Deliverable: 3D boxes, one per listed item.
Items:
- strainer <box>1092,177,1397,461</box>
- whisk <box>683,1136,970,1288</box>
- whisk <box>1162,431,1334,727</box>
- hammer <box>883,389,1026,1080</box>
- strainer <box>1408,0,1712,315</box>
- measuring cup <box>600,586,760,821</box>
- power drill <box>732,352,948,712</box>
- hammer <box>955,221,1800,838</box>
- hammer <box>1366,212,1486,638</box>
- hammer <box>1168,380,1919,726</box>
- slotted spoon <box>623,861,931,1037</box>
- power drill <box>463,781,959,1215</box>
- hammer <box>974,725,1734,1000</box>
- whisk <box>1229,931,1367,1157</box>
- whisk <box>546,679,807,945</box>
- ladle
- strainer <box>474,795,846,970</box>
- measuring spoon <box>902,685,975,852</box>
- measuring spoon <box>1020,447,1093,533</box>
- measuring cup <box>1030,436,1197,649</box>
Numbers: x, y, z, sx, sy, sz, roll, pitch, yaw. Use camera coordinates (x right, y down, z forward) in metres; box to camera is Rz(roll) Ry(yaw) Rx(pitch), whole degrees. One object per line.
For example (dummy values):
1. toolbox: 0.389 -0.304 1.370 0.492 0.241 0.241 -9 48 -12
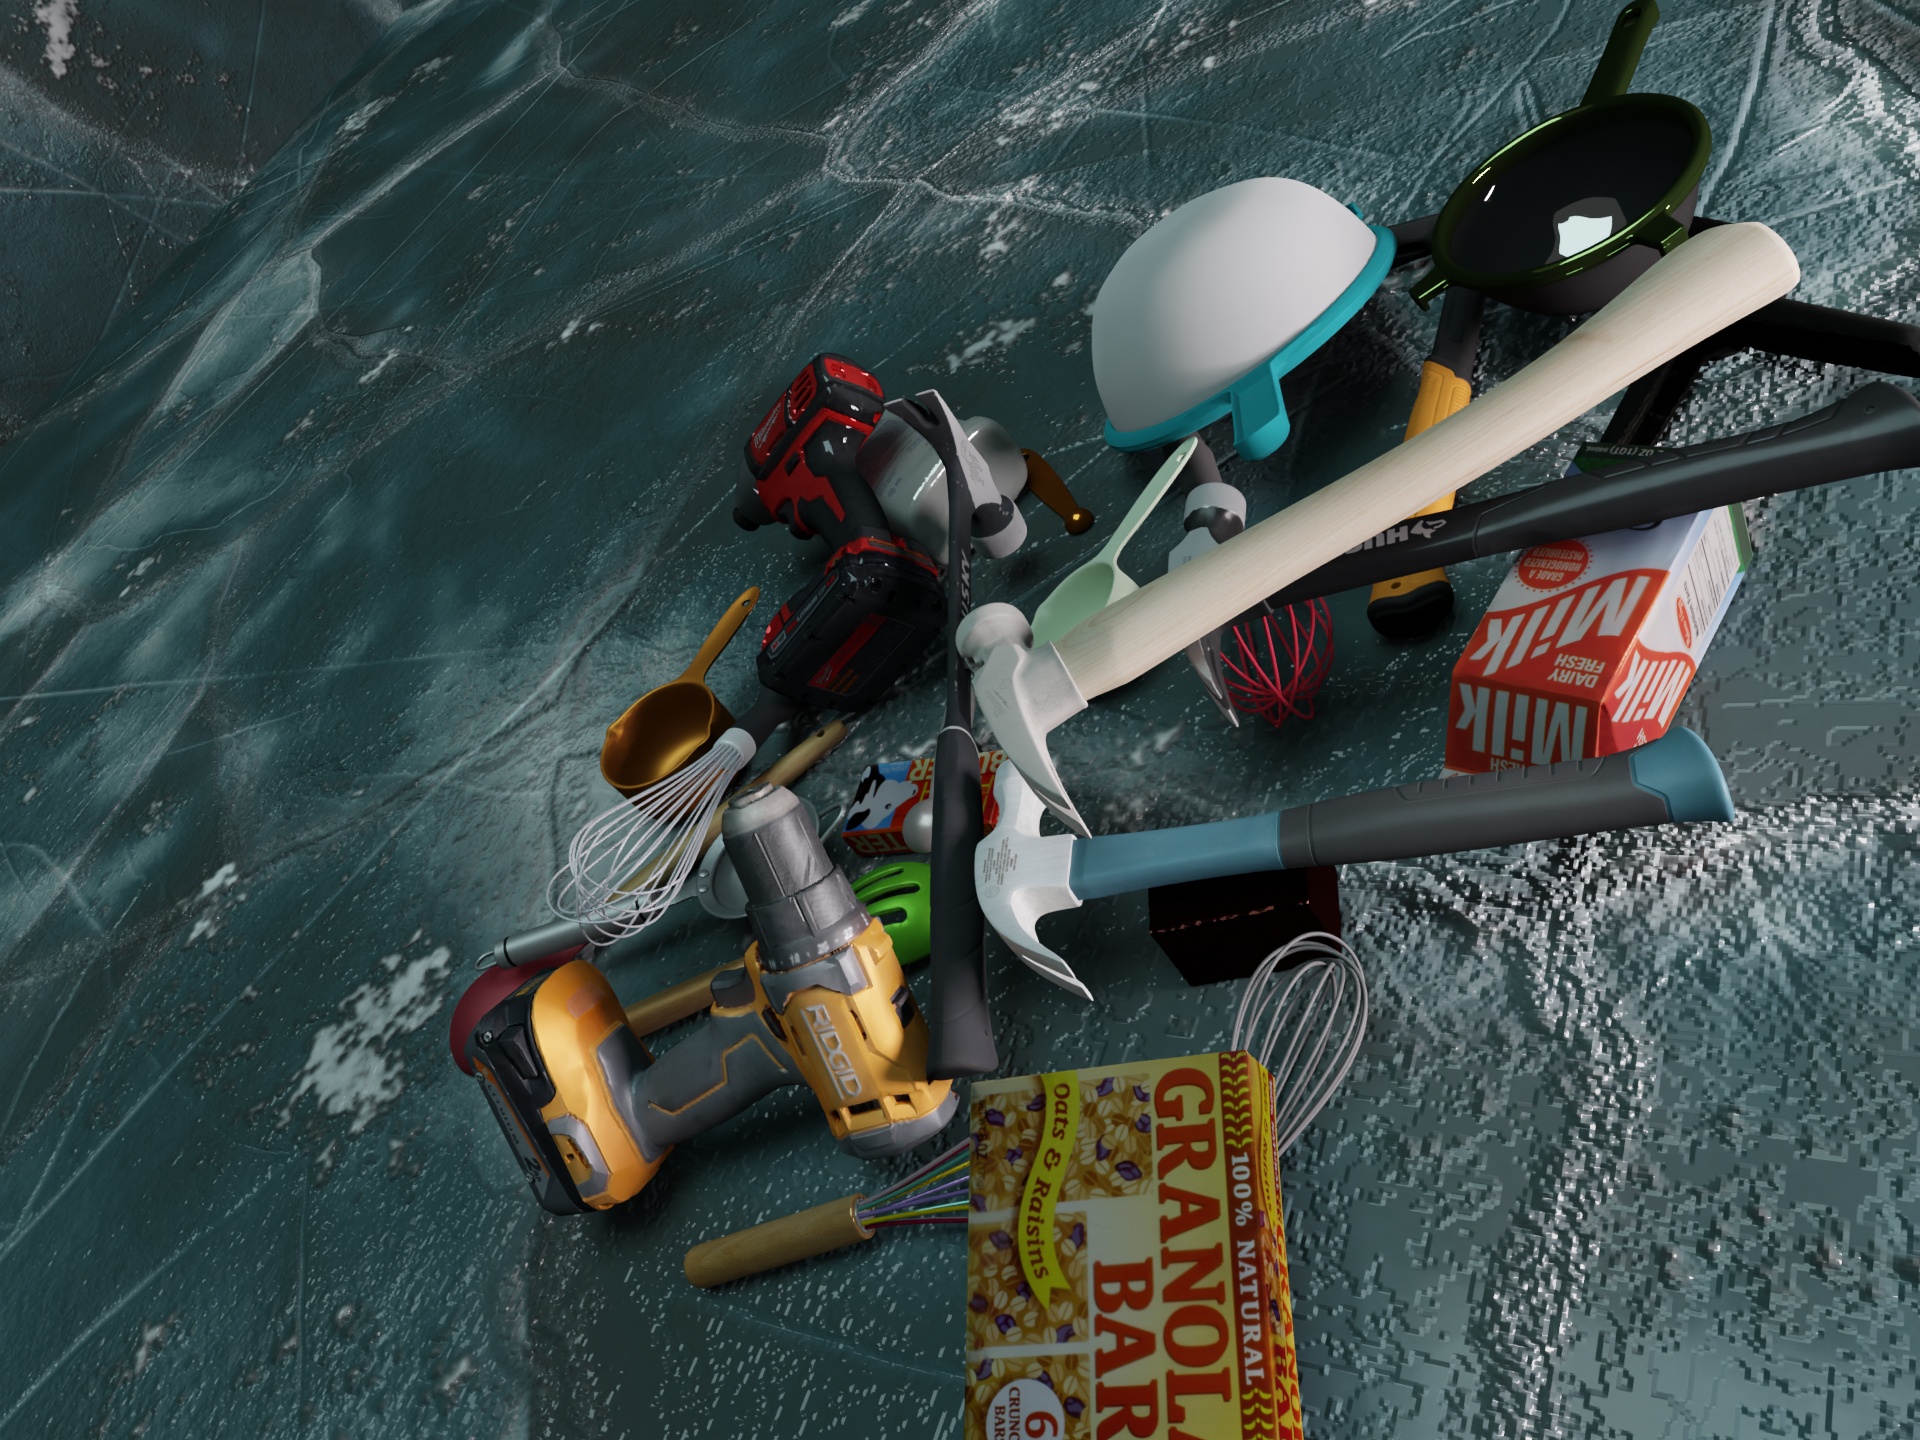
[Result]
1. strainer: 0.145 -0.237 0.919 0.211 0.095 0.341 -33 18 21
2. whisk: -0.028 0.226 0.737 0.245 0.051 0.047 -23 48 20
3. whisk: 0.153 -0.098 0.905 0.073 0.073 0.296 -25 37 13
4. hammer: -0.001 -0.003 0.844 0.036 0.149 0.409 -14 52 18
5. strainer: 0.367 -0.313 0.906 0.151 0.069 0.256 -2 50 45
6. measuring cup: -0.165 -0.010 1.050 0.095 0.052 0.174 4 53 37
7. power drill: -0.091 -0.120 1.026 0.143 0.078 0.220 -45 46 32
8. hammer: 0.192 -0.097 0.725 0.410 0.038 0.146 -31 40 7
9. hammer: 0.270 -0.182 0.918 0.127 0.034 0.337 -3 51 32
10. hammer: 0.252 -0.087 0.726 0.335 0.035 0.146 -12 45 28
11. slotted spoon: -0.140 0.152 0.898 0.314 0.031 0.070 -25 42 15
12. power drill: -0.132 0.142 0.787 0.226 0.185 0.084 -19 10 22
13. hammer: 0.156 0.049 0.700 0.331 0.033 0.128 -11 47 26
14. whisk: 0.112 0.195 0.665 0.055 0.055 0.239 10 62 41
15. whisk: -0.151 0.034 0.944 0.070 0.070 0.285 -9 26 29
16. ladle: -0.194 0.103 0.984 0.315 0.031 0.069 -40 44 -6
17. strainer: -0.174 0.106 0.937 0.258 0.050 0.087 -19 40 12
18. measuring spoon: -0.011 0.021 0.896 0.034 0.018 0.124 -12 44 27
19. measuring spoon: 0.058 -0.157 1.060 0.021 0.011 0.117 -35 40 2
20. measuring cup: 0.100 -0.089 0.922 0.167 0.038 0.083 -55 23 -8
